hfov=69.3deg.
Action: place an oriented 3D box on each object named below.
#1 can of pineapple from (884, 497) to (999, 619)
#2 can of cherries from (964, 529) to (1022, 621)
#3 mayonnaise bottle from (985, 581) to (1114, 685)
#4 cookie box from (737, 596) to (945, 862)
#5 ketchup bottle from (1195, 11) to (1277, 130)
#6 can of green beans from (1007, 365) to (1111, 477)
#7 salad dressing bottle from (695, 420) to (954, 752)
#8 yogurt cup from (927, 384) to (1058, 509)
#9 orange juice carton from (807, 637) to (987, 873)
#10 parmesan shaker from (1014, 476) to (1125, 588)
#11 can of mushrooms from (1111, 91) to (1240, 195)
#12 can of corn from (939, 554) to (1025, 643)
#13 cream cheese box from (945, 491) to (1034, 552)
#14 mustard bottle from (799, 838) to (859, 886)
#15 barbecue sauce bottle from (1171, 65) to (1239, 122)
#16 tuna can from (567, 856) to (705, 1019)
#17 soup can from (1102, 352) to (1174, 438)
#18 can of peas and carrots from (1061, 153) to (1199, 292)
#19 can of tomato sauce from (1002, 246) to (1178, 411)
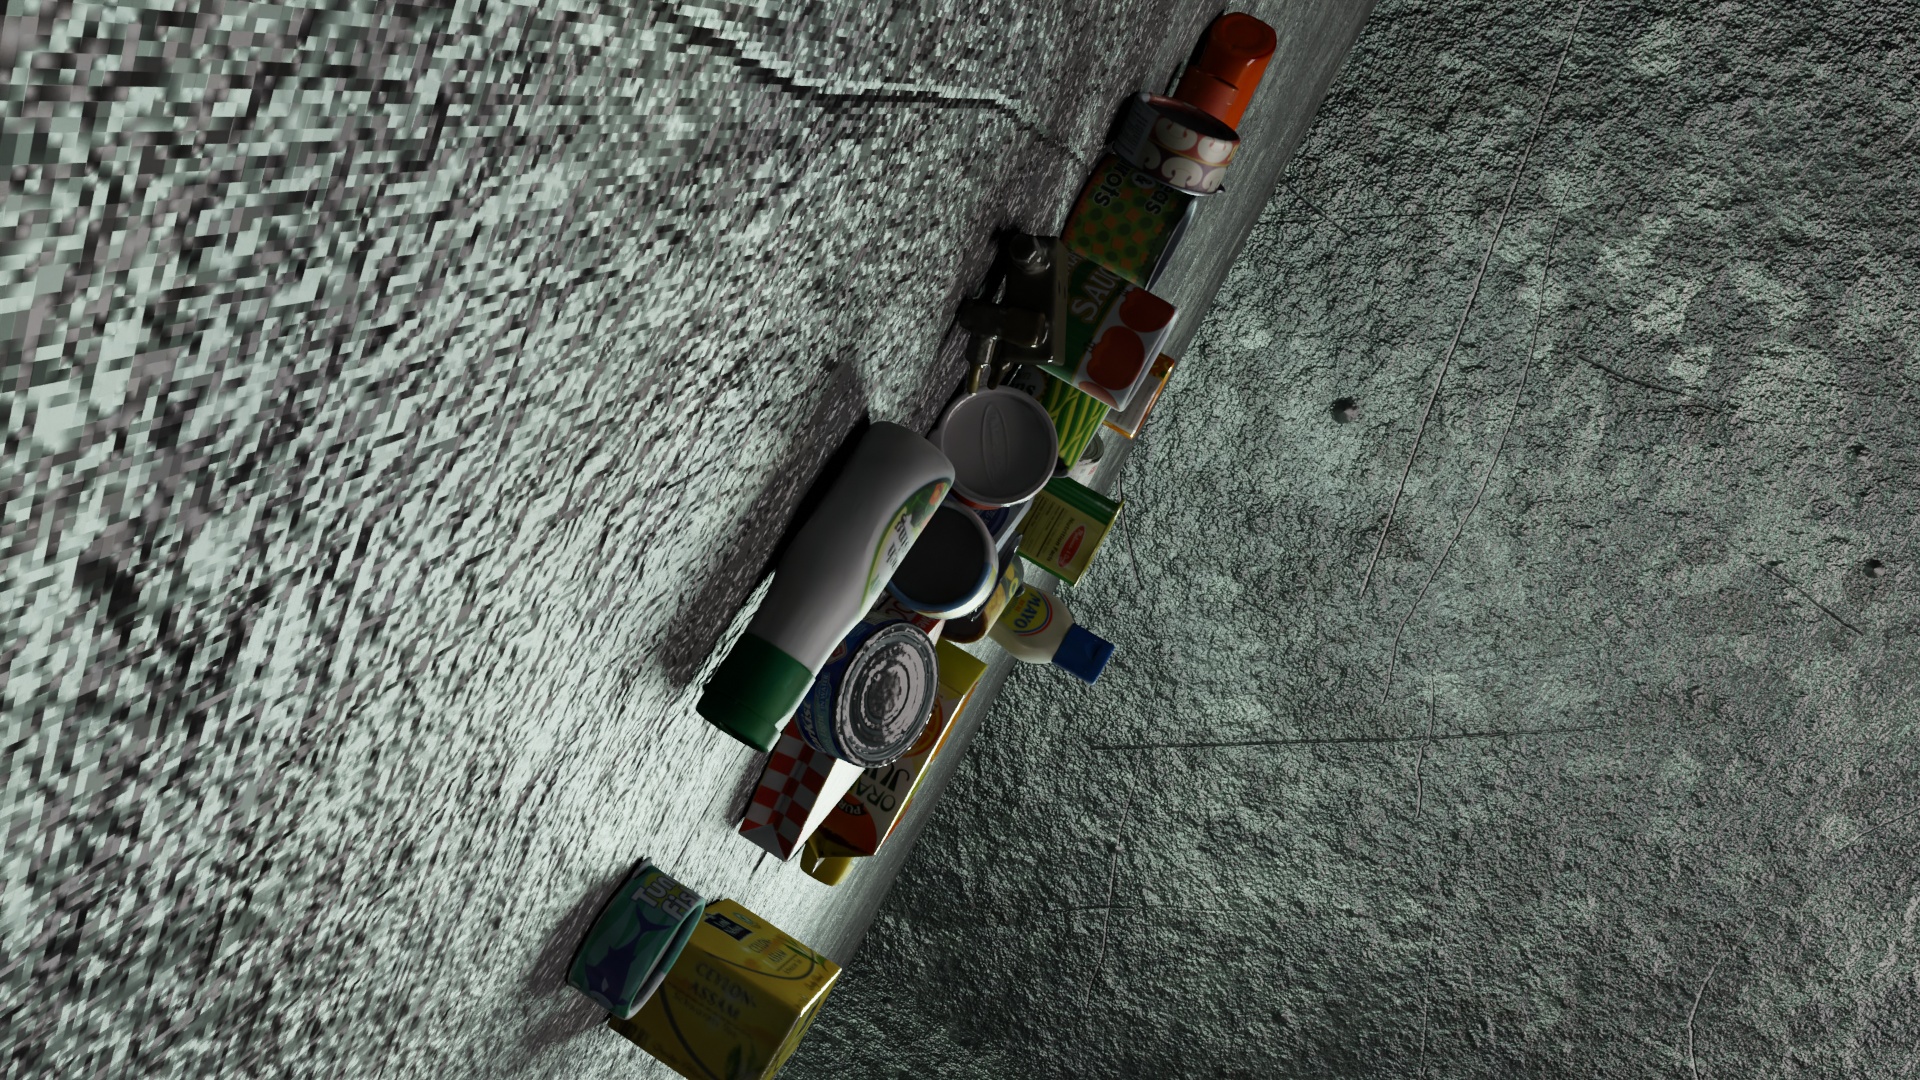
[{"bbox_3d":[-0.014,0.012,0.790,0.071,0.071,0.058,-60,173,-4],"label":"can of pineapple"},{"bbox_3d":[0.000,0.010,0.913,0.071,0.058,0.071,-59,172,-13],"label":"can of cherries"},{"bbox_3d":[0.048,0.061,1.084,0.065,0.148,0.041,-57,172,-25],"label":"mayonnaise bottle"},{"bbox_3d":[-0.070,0.113,0.898,0.122,0.040,0.168,-64,172,25],"label":"cookie box"},{"bbox_3d":[0.166,-0.283,0.955,0.065,0.043,0.148,-53,170,-42],"label":"ketchup bottle"},{"bbox_3d":[0.058,-0.082,0.909,0.058,0.071,0.071,-58,173,-14],"label":"can of green beans"},{"bbox_3d":[-0.057,0.019,0.593,0.148,0.044,0.064,-58,171,-17],"label":"salad dressing bottle"},{"bbox_3d":[0.017,-0.048,0.778,0.072,0.072,0.054,-59,-179,-11],"label":"yogurt cup"},{"bbox_3d":[-0.060,0.162,1.041,0.192,0.073,0.072,-62,173,19],"label":"orange juice carton"},{"bbox_3d":[0.052,-0.023,0.957,0.071,0.103,0.071,-58,173,-11],"label":"parmesan shaker"},{"bbox_3d":[0.125,-0.225,0.788,0.033,0.071,0.071,-66,171,30],"label":"can of mushrooms"},{"bbox_3d":[0.005,0.033,0.988,0.058,0.071,0.070,-53,170,-41],"label":"can of corn"},{"bbox_3d":[0.003,-0.011,0.865,0.104,0.053,0.024,-54,168,-42],"label":"cream cheese box"},{"bbox_3d":[-0.085,0.222,1.205,0.159,0.049,0.065,-62,174,14],"label":"mustard bottle"},{"bbox_3d":[0.130,-0.233,0.906,0.148,0.044,0.065,-64,171,24],"label":"barbecue sauce bottle"},{"bbox_3d":[-0.151,0.187,0.657,0.071,0.033,0.071,-58,173,-11],"label":"tuna can"},{"bbox_3d":[0.104,-0.122,1.006,0.071,0.084,0.071,-59,173,-11],"label":"soup can"},{"bbox_3d":[0.100,-0.186,0.814,0.071,0.059,0.070,-59,173,-13],"label":"can of peas and carrots"},{"bbox_3d":[0.070,-0.120,0.767,0.071,0.083,0.071,-59,173,-11],"label":"can of tomato sauce"}]
